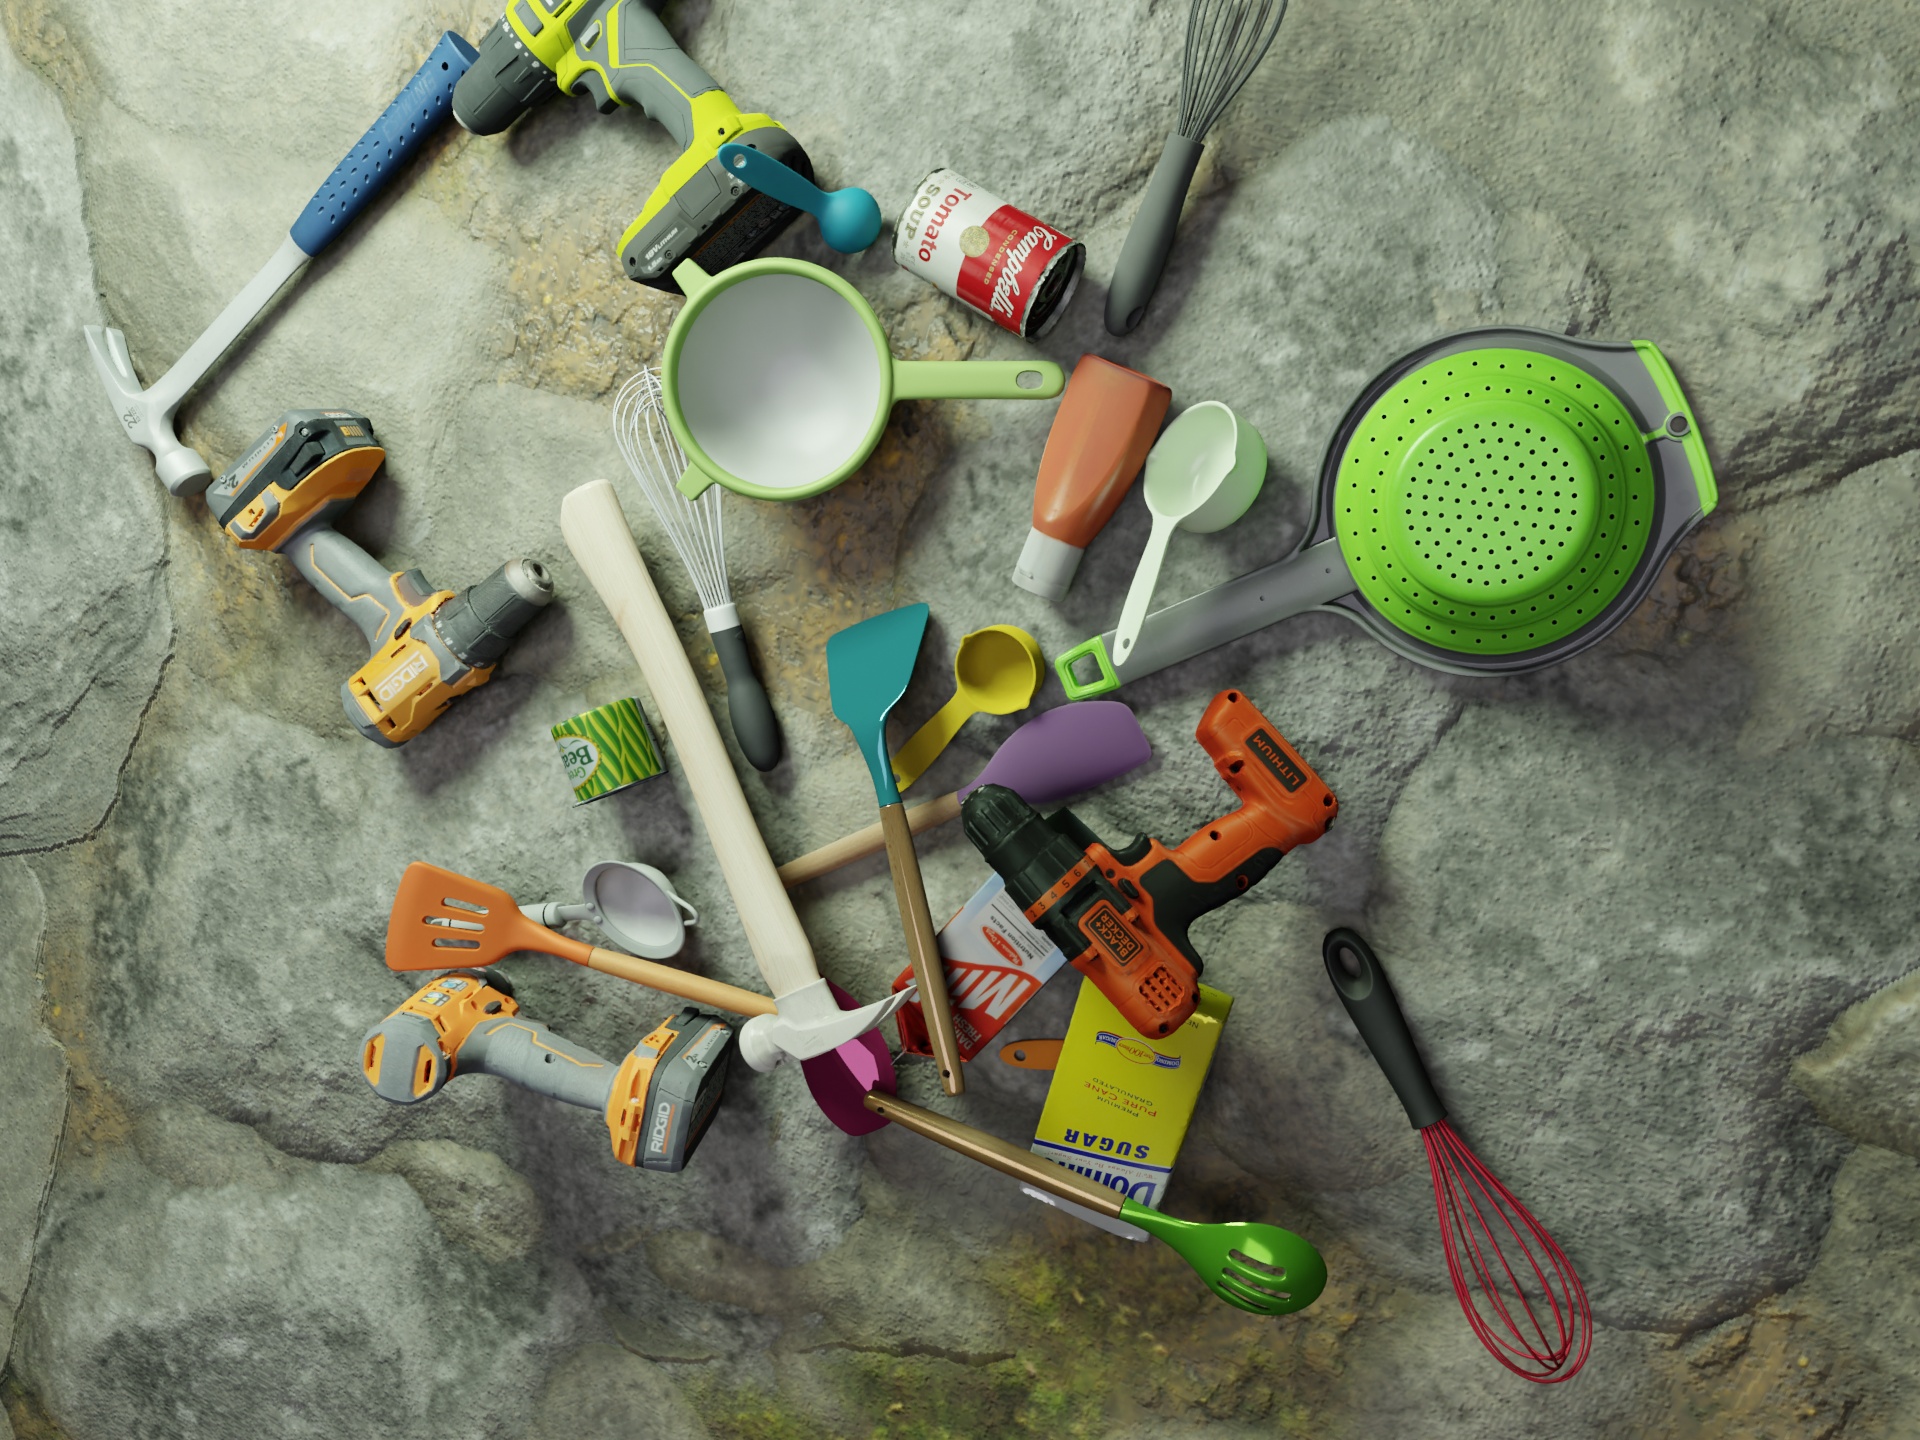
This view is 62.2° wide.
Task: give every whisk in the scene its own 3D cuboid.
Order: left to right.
[{"bbox_3d":[-0.171,-0.100,1.076,0.070,0.070,0.284,-13,98,20],"label":"whisk"},{"bbox_3d":[0.135,-0.344,0.947,0.055,0.055,0.239,26,110,14],"label":"whisk"},{"bbox_3d":[0.297,0.262,0.971,0.073,0.073,0.296,-29,81,20],"label":"whisk"}]

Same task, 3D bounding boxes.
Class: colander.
[{"bbox_3d":[0.227,-0.092,0.922,0.397,0.094,0.204,-23,90,20],"label":"colander"}]

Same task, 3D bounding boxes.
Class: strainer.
[{"bbox_3d":[-0.287,0.139,1.157,0.258,0.050,0.086,-9,117,25],"label":"strainer"},{"bbox_3d":[-0.060,-0.217,1.023,0.256,0.069,0.151,1,98,6],"label":"strainer"}]

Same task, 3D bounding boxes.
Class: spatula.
[{"bbox_3d":[-0.238,0.175,1.112,0.322,0.041,0.081,16,97,3],"label":"spatula"},{"bbox_3d":[-0.032,0.079,1.017,0.082,0.044,0.318,-18,77,25],"label":"spatula"},{"bbox_3d":[-0.022,0.061,1.066,0.316,0.018,0.059,-25,105,21],"label":"spatula"}]

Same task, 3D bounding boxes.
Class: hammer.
[{"bbox_3d":[-0.490,-0.345,1.159,0.405,0.035,0.144,-38,85,19],"label":"hammer"},{"bbox_3d":[-0.163,0.026,1.055,0.146,0.038,0.411,-28,84,38],"label":"hammer"}]

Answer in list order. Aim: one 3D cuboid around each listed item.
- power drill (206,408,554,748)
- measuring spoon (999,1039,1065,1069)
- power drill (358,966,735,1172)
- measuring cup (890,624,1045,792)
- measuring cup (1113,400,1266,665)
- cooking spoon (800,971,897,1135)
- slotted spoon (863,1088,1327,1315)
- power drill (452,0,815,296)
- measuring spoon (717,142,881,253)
[{"bbox_3d":[-0.411,-0.118,1.143,0.185,0.084,0.226,-35,90,19],"label":"power drill"},{"bbox_3d":[0.081,0.224,1.059,0.117,0.011,0.021,-3,97,18],"label":"measuring spoon"},{"bbox_3d":[-0.281,0.231,1.120,0.226,0.164,0.084,13,102,4],"label":"power drill"},{"bbox_3d":[-0.002,-0.003,1.054,0.062,0.029,0.156,47,121,7],"label":"measuring cup"},{"bbox_3d":[0.134,-0.107,0.955,0.083,0.038,0.167,21,91,57],"label":"measuring cup"},{"bbox_3d":[-0.127,0.136,1.093,0.069,0.017,0.319,-27,85,21],"label":"cooking spoon"},{"bbox_3d":[0.079,0.303,1.015,0.314,0.031,0.070,20,117,16],"label":"slotted spoon"},{"bbox_3d":[-0.219,-0.394,1.041,0.190,0.080,0.228,-37,82,19],"label":"power drill"},{"bbox_3d":[-0.096,-0.323,0.983,0.021,0.128,0.042,45,112,39],"label":"measuring spoon"}]
